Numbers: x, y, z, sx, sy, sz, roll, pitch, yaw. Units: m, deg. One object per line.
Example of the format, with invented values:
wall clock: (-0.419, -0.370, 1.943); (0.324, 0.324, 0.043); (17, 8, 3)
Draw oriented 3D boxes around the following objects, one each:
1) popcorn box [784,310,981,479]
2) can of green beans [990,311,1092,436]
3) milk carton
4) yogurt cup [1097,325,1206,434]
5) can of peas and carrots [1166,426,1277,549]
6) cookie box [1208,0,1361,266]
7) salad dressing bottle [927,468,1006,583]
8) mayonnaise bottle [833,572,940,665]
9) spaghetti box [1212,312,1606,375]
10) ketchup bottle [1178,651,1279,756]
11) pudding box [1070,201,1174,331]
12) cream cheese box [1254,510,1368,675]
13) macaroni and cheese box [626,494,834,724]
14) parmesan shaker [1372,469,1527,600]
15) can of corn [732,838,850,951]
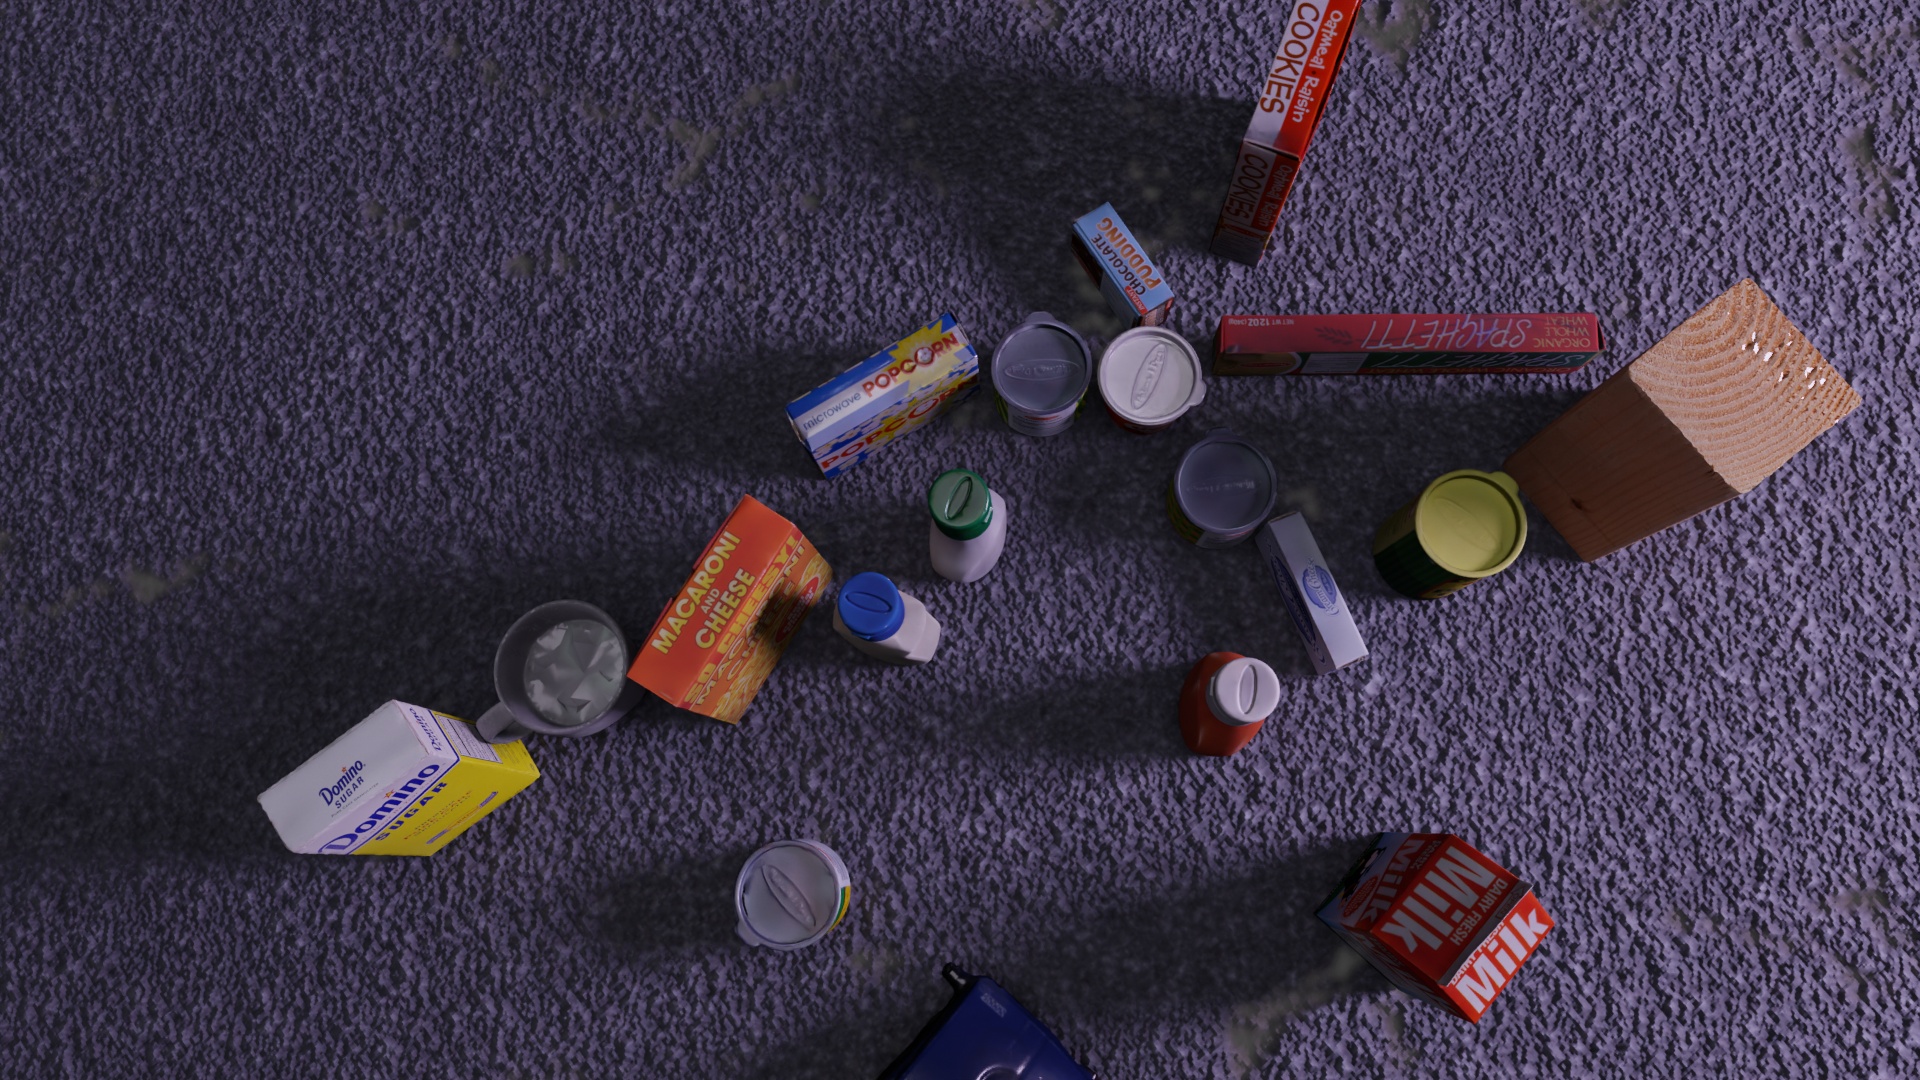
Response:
popcorn box: (-0.049, -0.094, 0.923); (0.127, 0.085, 0.038); (-30, 79, -4)
can of green beans: (0.054, -0.108, 0.935); (0.071, 0.057, 0.071); (0, 79, 3)
milk carton: (0.270, 0.217, 0.791); (0.073, 0.190, 0.072); (41, 84, 9)
yogurt cup: (0.125, -0.104, 0.933); (0.072, 0.054, 0.072); (0, 79, 3)
can of peas and carrots: (0.170, -0.033, 0.914); (0.071, 0.058, 0.071); (0, 79, 3)
cookie box: (0.209, -0.268, 0.905); (0.040, 0.167, 0.123); (20, 80, 6)
salad dressing bottle: (0.003, -0.011, 0.871); (0.044, 0.147, 0.064); (25, 81, 7)
mayonnaise bottle: (-0.048, 0.049, 0.861); (0.065, 0.148, 0.041); (16, 80, 6)
spaghetti box: (0.297, -0.131, 0.933); (0.250, 0.050, 0.029); (0, 79, 3)
ketchup bottle: (0.162, 0.097, 0.842); (0.043, 0.148, 0.065); (7, 79, 4)
pudding box: (0.110, -0.184, 0.952); (0.030, 0.049, 0.084); (-32, 79, -4)
cream cheese box: (0.226, 0.035, 0.900); (0.024, 0.053, 0.104); (-23, 78, -2)
macaroni and cheese box: (-0.137, 0.048, 0.856); (0.040, 0.166, 0.124); (31, 82, 8)
parmesan shaker: (0.309, -0.003, 0.879); (0.071, 0.103, 0.071); (0, 79, 3)
can of corn: (-0.107, 0.223, 0.874); (0.071, 0.058, 0.071); (0, 79, 3)
